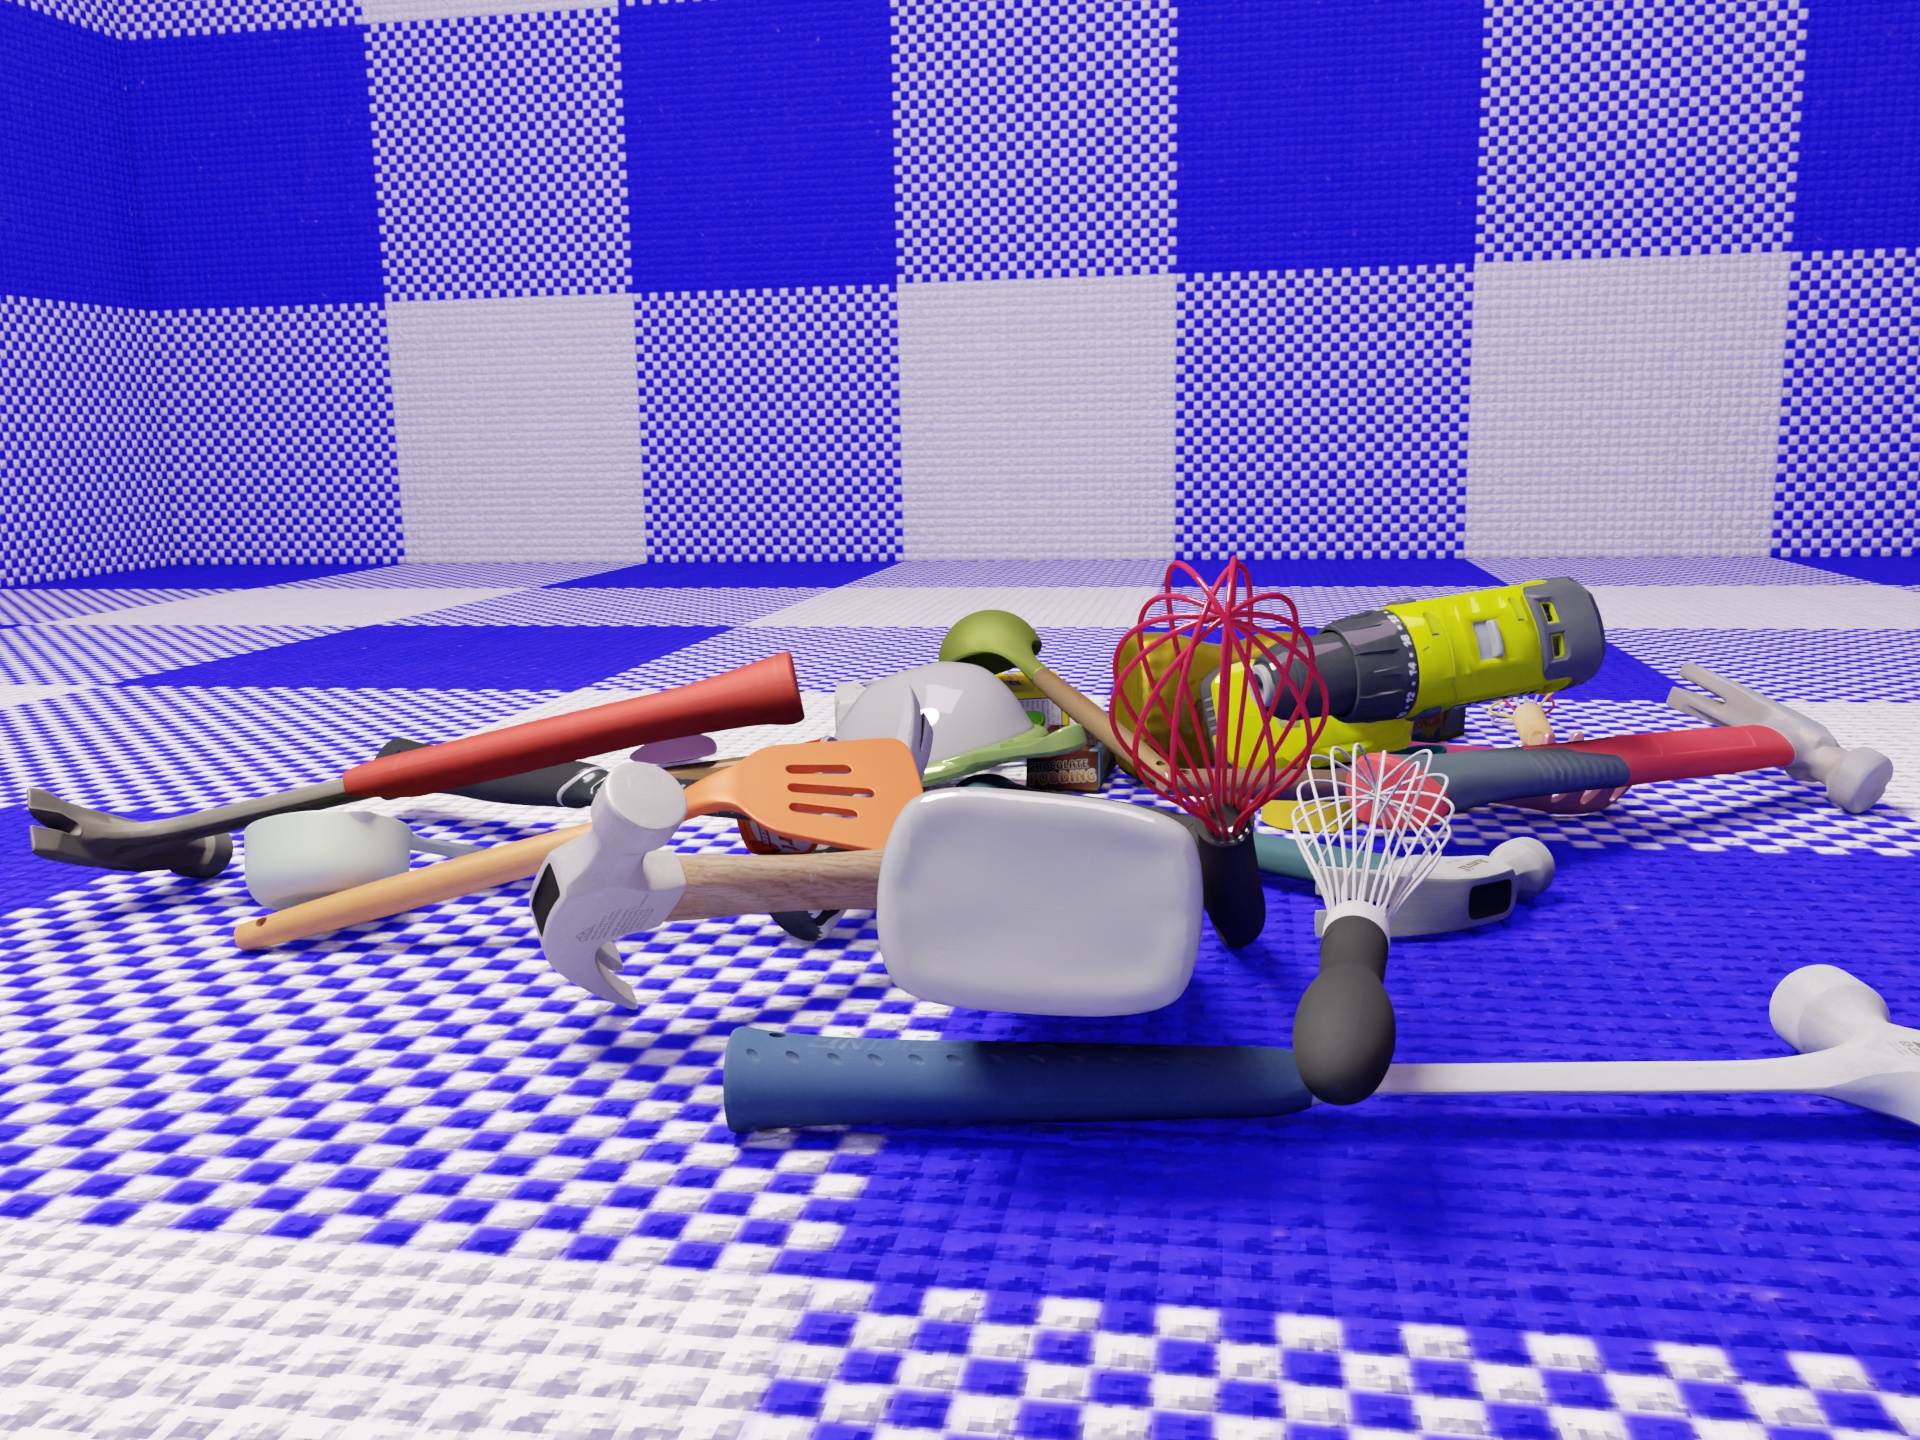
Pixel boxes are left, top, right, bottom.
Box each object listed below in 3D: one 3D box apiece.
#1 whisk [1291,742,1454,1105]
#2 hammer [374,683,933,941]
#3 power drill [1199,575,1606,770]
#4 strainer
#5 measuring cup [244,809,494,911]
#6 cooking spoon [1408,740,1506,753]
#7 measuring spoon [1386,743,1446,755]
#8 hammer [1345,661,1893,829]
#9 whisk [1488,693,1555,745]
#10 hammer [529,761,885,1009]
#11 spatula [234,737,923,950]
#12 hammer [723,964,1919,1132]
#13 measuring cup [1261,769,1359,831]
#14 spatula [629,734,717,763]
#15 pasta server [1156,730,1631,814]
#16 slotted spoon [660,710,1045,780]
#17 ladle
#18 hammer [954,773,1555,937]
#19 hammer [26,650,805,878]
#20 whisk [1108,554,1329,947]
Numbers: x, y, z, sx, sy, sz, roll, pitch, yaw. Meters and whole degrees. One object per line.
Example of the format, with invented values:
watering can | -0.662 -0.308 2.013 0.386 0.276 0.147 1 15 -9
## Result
whisk | 0.144 0.067 0.575 0.070 0.070 0.284 2 15 17
hammer | -0.192 0.034 0.879 0.409 0.036 0.149 3 43 36
power drill | 0.226 -0.020 0.916 0.190 0.080 0.228 -10 -7 -14
strainer | -0.002 -0.003 0.954 0.151 0.069 0.256 -17 3 -26
measuring cup | -0.273 0.079 0.799 0.167 0.038 0.083 14 -27 -41
cooking spoon | 0.275 0.016 1.130 0.319 0.017 0.068 7 13 34
measuring spoon | 0.261 0.041 1.015 0.128 0.021 0.042 -18 10 -30
hammer | 0.351 0.016 0.886 0.386 0.038 0.143 -3 29 -32
whisk | 0.411 -0.008 1.146 0.047 0.051 0.245 9 10 15
hammer | -0.025 0.069 0.686 0.331 0.130 0.031 2 50 -38
spatula | -0.177 0.064 0.735 0.322 0.041 0.081 -16 41 3
hammer | 0.125 0.119 0.522 0.405 0.035 0.144 -1 10 2
measuring cup | 0.255 0.041 0.953 0.156 0.029 0.062 -6 11 -12
spatula | -0.217 0.007 1.196 0.059 0.018 0.316 -9 9 -10
pasta server | 0.254 0.031 0.906 0.316 0.040 0.060 2 24 -22
slotted spoon | -0.087 0.026 1.092 0.313 0.031 0.070 -7 11 -20
ladle | 0.066 -0.008 1.064 0.078 0.062 0.320 -11 24 -18
hammer | 0.128 0.064 0.842 0.331 0.033 0.128 8 13 43
hammer | -0.257 0.021 0.795 0.359 0.037 0.149 -13 -11 0
whisk | 0.098 0.030 0.597 0.073 0.073 0.295 1 -26 12
